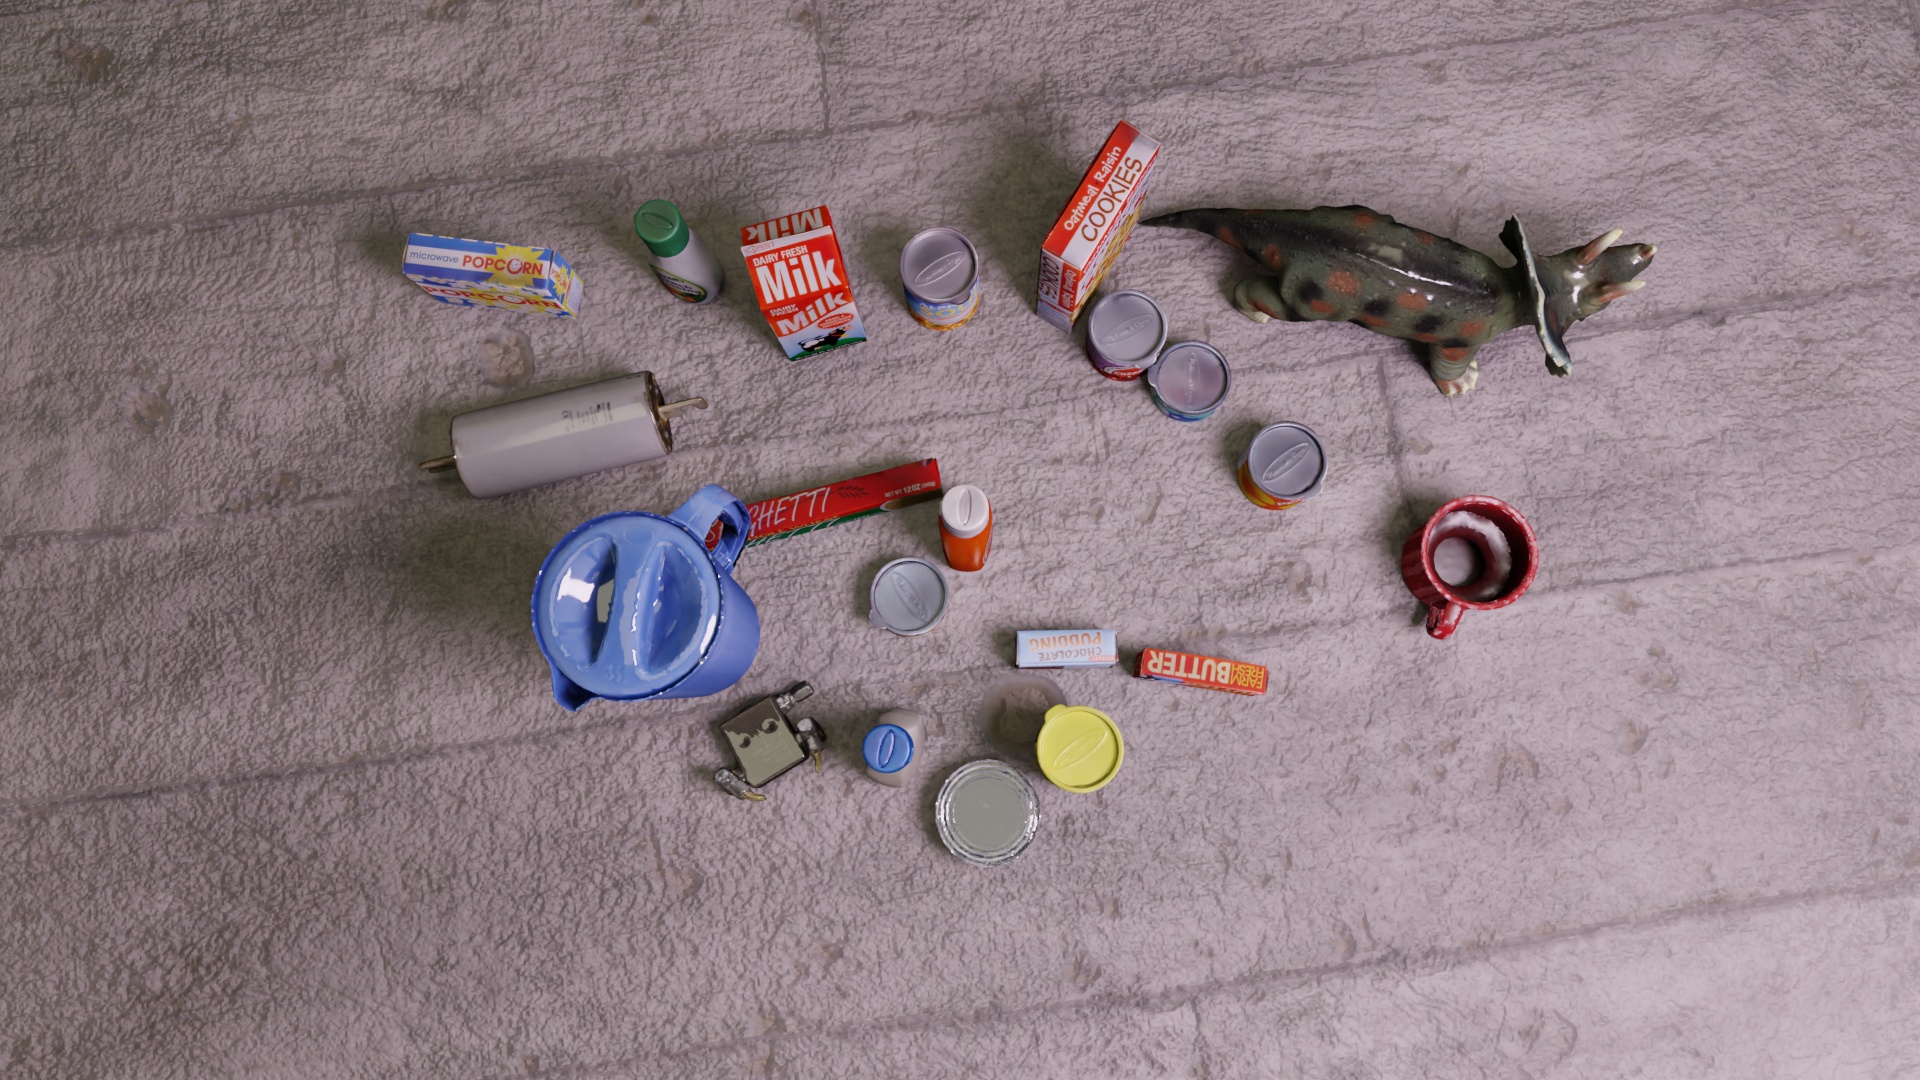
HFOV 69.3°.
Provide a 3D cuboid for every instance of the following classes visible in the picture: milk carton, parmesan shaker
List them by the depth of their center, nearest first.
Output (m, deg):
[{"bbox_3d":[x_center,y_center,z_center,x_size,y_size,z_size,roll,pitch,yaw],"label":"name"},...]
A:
[{"bbox_3d":[0.091,0.164,1.111,0.071,0.103,0.071,0,81,1],"label":"parmesan shaker"},{"bbox_3d":[-0.128,-0.213,1.132,0.072,0.190,0.073,-15,81,-1],"label":"milk carton"}]

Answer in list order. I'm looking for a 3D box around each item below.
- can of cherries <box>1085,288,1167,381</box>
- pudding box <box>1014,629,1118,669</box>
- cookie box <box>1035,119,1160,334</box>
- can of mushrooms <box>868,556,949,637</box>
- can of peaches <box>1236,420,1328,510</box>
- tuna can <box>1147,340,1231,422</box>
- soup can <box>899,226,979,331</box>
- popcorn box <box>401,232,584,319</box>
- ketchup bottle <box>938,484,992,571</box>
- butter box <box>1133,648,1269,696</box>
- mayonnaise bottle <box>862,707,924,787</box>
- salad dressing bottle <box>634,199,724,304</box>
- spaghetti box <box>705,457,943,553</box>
[{"bbox_3d":[0.141,-0.172,1.186,0.071,0.058,0.071,0,81,1],"label":"can of cherries"},{"bbox_3d":[0.087,0.091,1.150,0.084,0.049,0.030,-1,81,1],"label":"pudding box"},{"bbox_3d":[0.109,-0.254,1.145,0.040,0.167,0.123,31,83,6],"label":"cookie box"},{"bbox_3d":[-0.044,0.049,1.167,0.071,0.033,0.071,0,81,1],"label":"can of mushrooms"},{"bbox_3d":[0.270,-0.060,1.166,0.071,0.058,0.071,0,81,1],"label":"can of peaches"},{"bbox_3d":[0.195,-0.136,1.192,0.071,0.033,0.071,0,81,1],"label":"tuna can"},{"bbox_3d":[-0.015,-0.219,1.184,0.071,0.083,0.071,0,81,1],"label":"soup can"},{"bbox_3d":[-0.400,-0.226,1.193,0.127,0.085,0.038,7,82,2],"label":"popcorn box"},{"bbox_3d":[0.004,-0.014,1.118,0.043,0.148,0.065,3,82,2],"label":"ketchup bottle"},{"bbox_3d":[0.197,0.109,1.143,0.103,0.053,0.024,9,82,3],"label":"butter box"},{"bbox_3d":[-0.053,0.163,1.091,0.041,0.148,0.065,14,82,3],"label":"mayonnaise bottle"},{"bbox_3d":[-0.237,-0.241,1.160,0.064,0.147,0.044,25,83,5],"label":"salad dressing bottle"},{"bbox_3d":[-0.138,-0.023,1.172,0.250,0.050,0.029,-15,81,-1],"label":"spaghetti box"}]
